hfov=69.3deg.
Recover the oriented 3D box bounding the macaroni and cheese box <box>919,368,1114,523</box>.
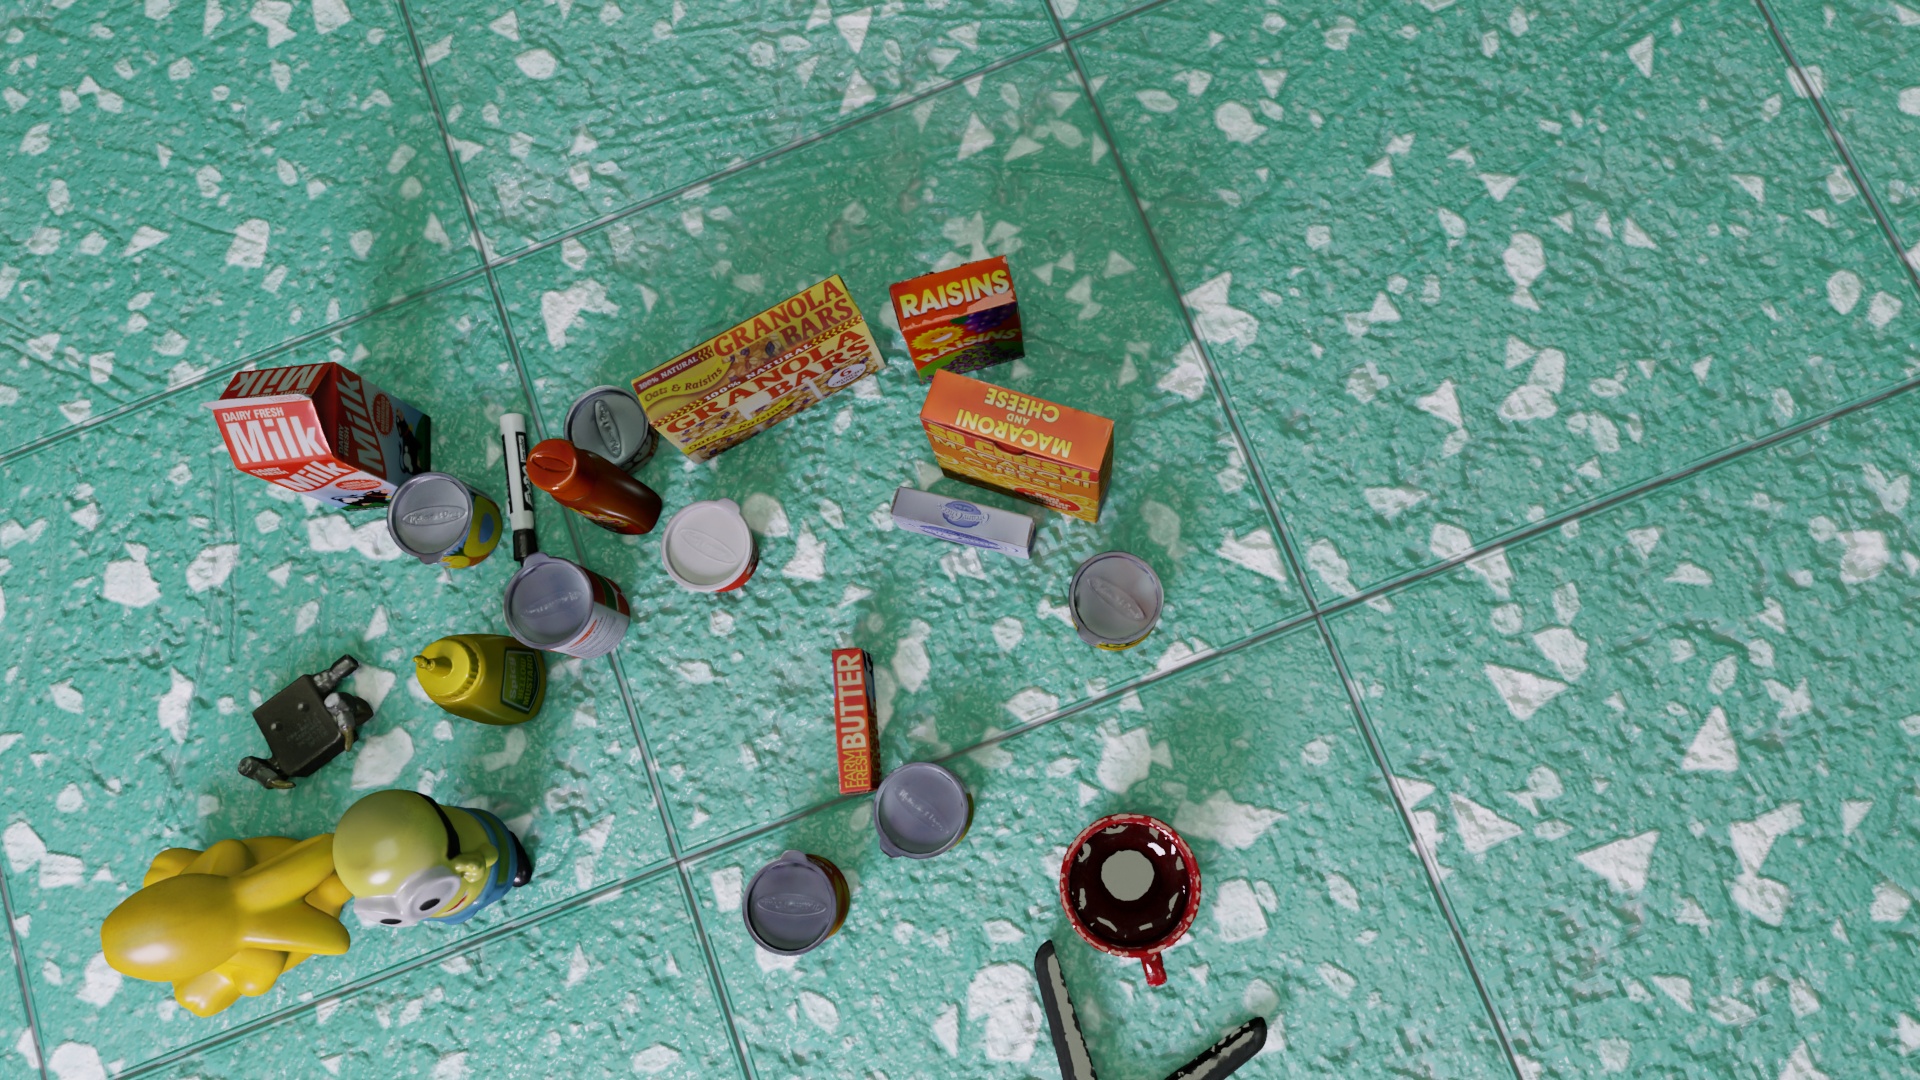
[{"bbox_3d":[0.043,-0.062,0.969,0.124,0.166,0.040,17,82,8],"label":"macaroni and cheese box"}]

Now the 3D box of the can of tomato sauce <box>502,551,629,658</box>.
[{"bbox_3d":[-0.288,0.049,1.020,0.071,0.083,0.071,-1,79,5],"label":"can of tomato sauce"}]

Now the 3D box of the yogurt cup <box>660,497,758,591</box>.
[{"bbox_3d":[-0.183,0.008,1.034,0.072,0.054,0.072,-1,79,5],"label":"yogurt cup"}]

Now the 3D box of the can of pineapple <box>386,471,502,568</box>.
[{"bbox_3d":[-0.391,-0.013,1.054,0.071,0.058,0.071,-1,79,5],"label":"can of pineapple"}]

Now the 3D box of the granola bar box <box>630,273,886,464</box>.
[{"bbox_3d":[-0.144,-0.123,1.019,0.165,0.124,0.039,-28,78,0],"label":"granola bar box"}]

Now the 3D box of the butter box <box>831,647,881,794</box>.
[{"bbox_3d":[-0.075,0.130,1.000,0.024,0.053,0.103,-6,79,4],"label":"butter box"}]

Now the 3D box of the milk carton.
[{"bbox_3d":[-0.459,-0.077,1.005,0.072,0.190,0.073,-6,79,4],"label":"milk carton"}]

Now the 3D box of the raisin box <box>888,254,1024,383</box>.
[{"bbox_3d":[0.000,-0.160,1.014,0.086,0.123,0.040,-14,79,3],"label":"raisin box"}]

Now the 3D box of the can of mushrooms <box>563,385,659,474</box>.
[{"bbox_3d":[-0.266,-0.084,1.069,0.071,0.033,0.071,-1,79,5],"label":"can of mushrooms"}]

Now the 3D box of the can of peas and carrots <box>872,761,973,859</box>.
[{"bbox_3d":[-0.026,0.192,0.981,0.071,0.058,0.071,-1,79,5],"label":"can of peas and carrots"}]

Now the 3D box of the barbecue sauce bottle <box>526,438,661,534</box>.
[{"bbox_3d":[-0.267,-0.039,1.002,0.065,0.148,0.044,15,82,8],"label":"barbecue sauce bottle"}]

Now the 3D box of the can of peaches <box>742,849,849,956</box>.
[{"bbox_3d":[-0.114,0.253,0.978,0.071,0.058,0.071,-1,79,5],"label":"can of peaches"}]

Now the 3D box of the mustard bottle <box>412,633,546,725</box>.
[{"bbox_3d":[-0.341,0.095,0.977,0.049,0.160,0.065,-1,80,5],"label":"mustard bottle"}]

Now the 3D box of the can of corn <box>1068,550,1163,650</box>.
[{"bbox_3d":[0.109,0.047,0.997,0.071,0.058,0.071,-1,79,5],"label":"can of corn"}]

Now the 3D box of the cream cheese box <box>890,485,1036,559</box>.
[{"bbox_3d":[0.004,-0.013,1.021,0.104,0.053,0.024,14,81,8],"label":"cream cheese box"}]
